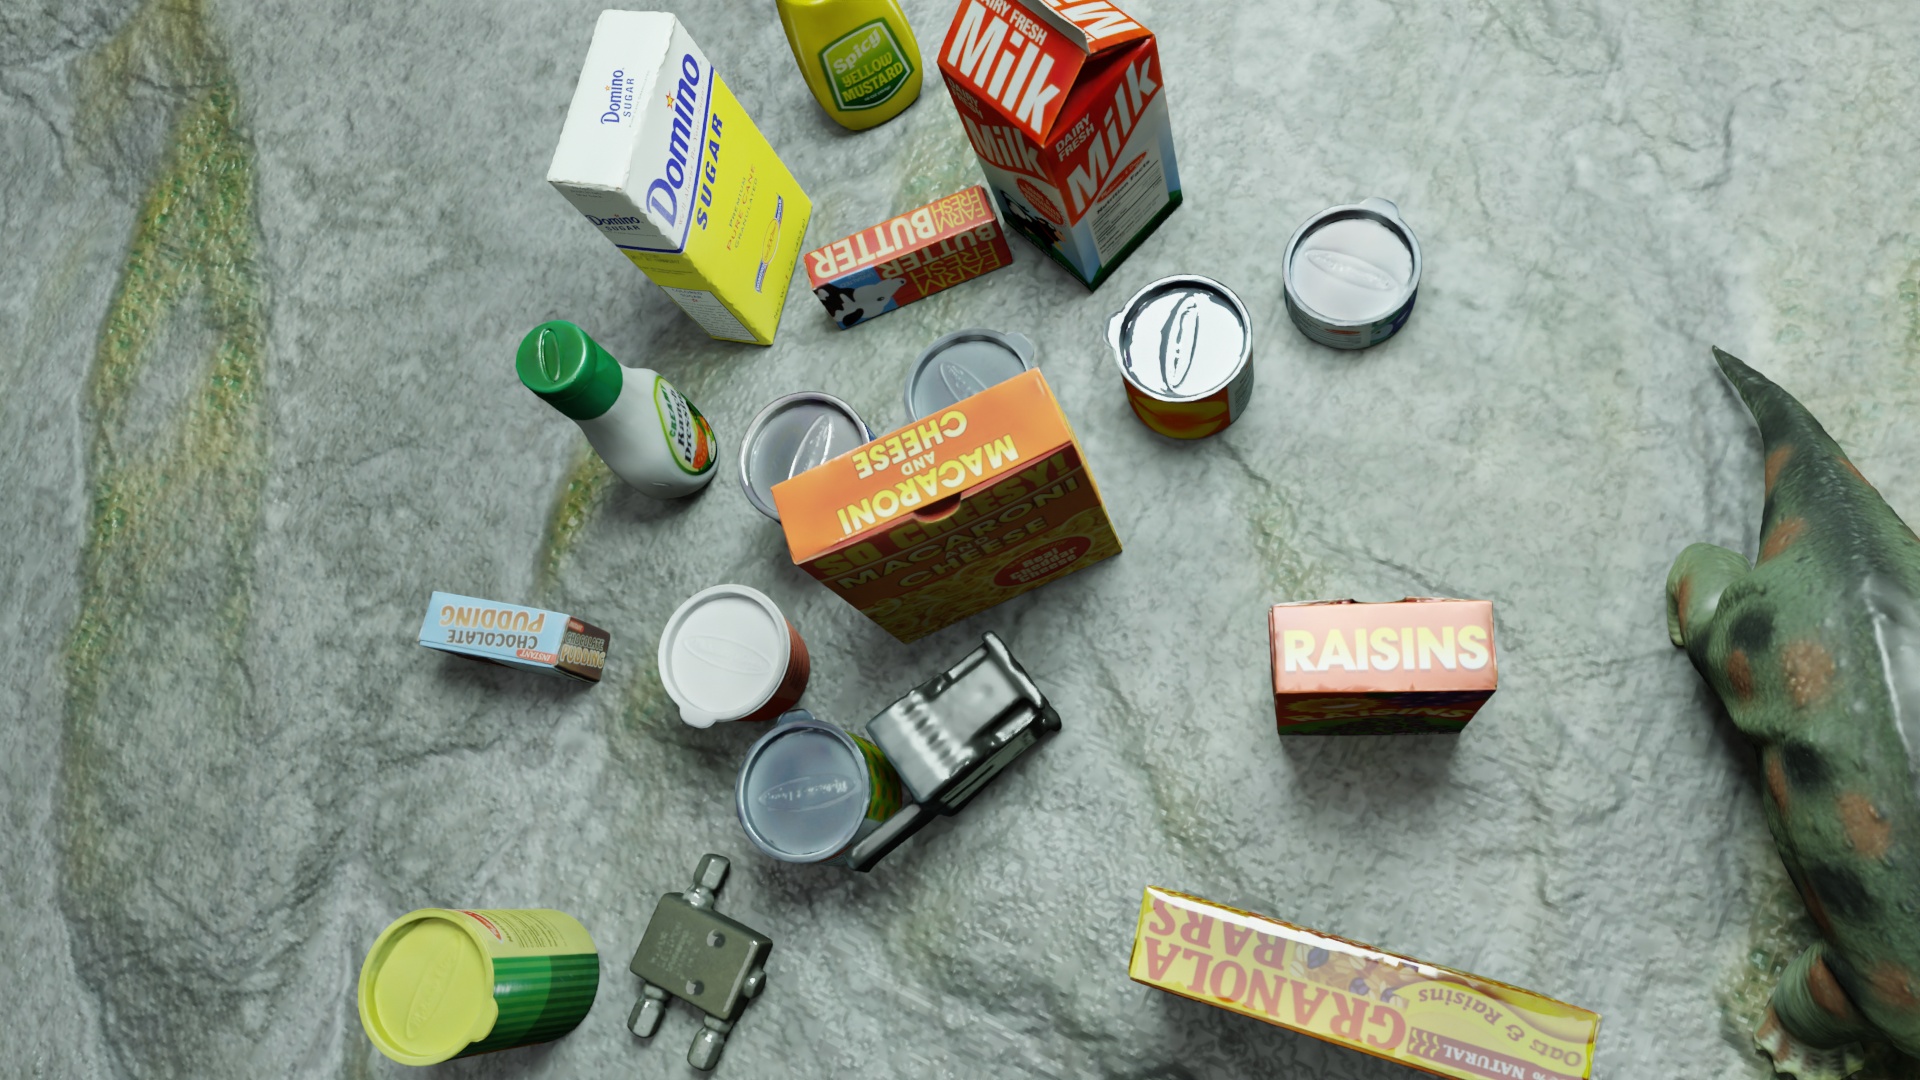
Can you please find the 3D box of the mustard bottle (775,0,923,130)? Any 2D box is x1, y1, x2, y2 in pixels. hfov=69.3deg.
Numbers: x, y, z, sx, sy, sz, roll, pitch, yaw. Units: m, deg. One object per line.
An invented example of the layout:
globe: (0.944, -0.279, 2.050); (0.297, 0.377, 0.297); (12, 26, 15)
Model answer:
mustard bottle: (-0.066, -0.278, 0.727); (0.065, 0.160, 0.049); (-29, 70, 5)

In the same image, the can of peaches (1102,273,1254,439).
can of peaches: (0.109, -0.090, 0.686); (0.071, 0.058, 0.071); (-4, 74, 13)

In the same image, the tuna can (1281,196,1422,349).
tuna can: (0.195, -0.133, 0.691); (0.071, 0.032, 0.071); (-4, 74, 13)

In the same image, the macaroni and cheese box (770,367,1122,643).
macaroni and cheese box: (0.002, -0.008, 0.631); (0.124, 0.166, 0.040); (-24, 71, 6)

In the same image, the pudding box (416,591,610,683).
pudding box: (-0.235, 0.052, 0.733); (0.084, 0.049, 0.030); (8, 77, 15)

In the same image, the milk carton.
milk carton: (0.049, -0.203, 0.662); (0.073, 0.190, 0.072); (-46, 70, -1)

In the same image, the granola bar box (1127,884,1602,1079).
granola bar box: (0.157, 0.182, 0.562); (0.165, 0.124, 0.039); (12, 78, 16)

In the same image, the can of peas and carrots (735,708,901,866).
can of peas and carrots: (-0.067, 0.120, 0.668); (0.071, 0.058, 0.071); (-4, 74, 13)

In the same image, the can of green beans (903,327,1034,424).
can of green beans: (0.011, -0.066, 0.703); (0.071, 0.057, 0.071); (-4, 74, 13)

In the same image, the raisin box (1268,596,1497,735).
raisin box: (0.177, 0.056, 0.594); (0.086, 0.123, 0.040); (-2, 75, 13)

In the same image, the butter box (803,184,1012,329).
butter box: (-0.027, -0.150, 0.738); (0.103, 0.053, 0.024); (-20, 71, 7)

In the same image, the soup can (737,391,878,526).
soup can: (-0.063, -0.028, 0.696); (0.071, 0.083, 0.071); (-4, 74, 13)

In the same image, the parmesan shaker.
parmesan shaker: (-0.221, 0.210, 0.656); (0.071, 0.103, 0.071); (-4, 74, 13)

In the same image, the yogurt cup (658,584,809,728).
yogurt cup: (-0.110, 0.060, 0.698); (0.072, 0.054, 0.072); (-4, 74, 13)

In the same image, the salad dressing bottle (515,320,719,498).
salad dressing bottle: (-0.169, -0.064, 0.698); (0.044, 0.147, 0.064); (-15, 72, 9)
